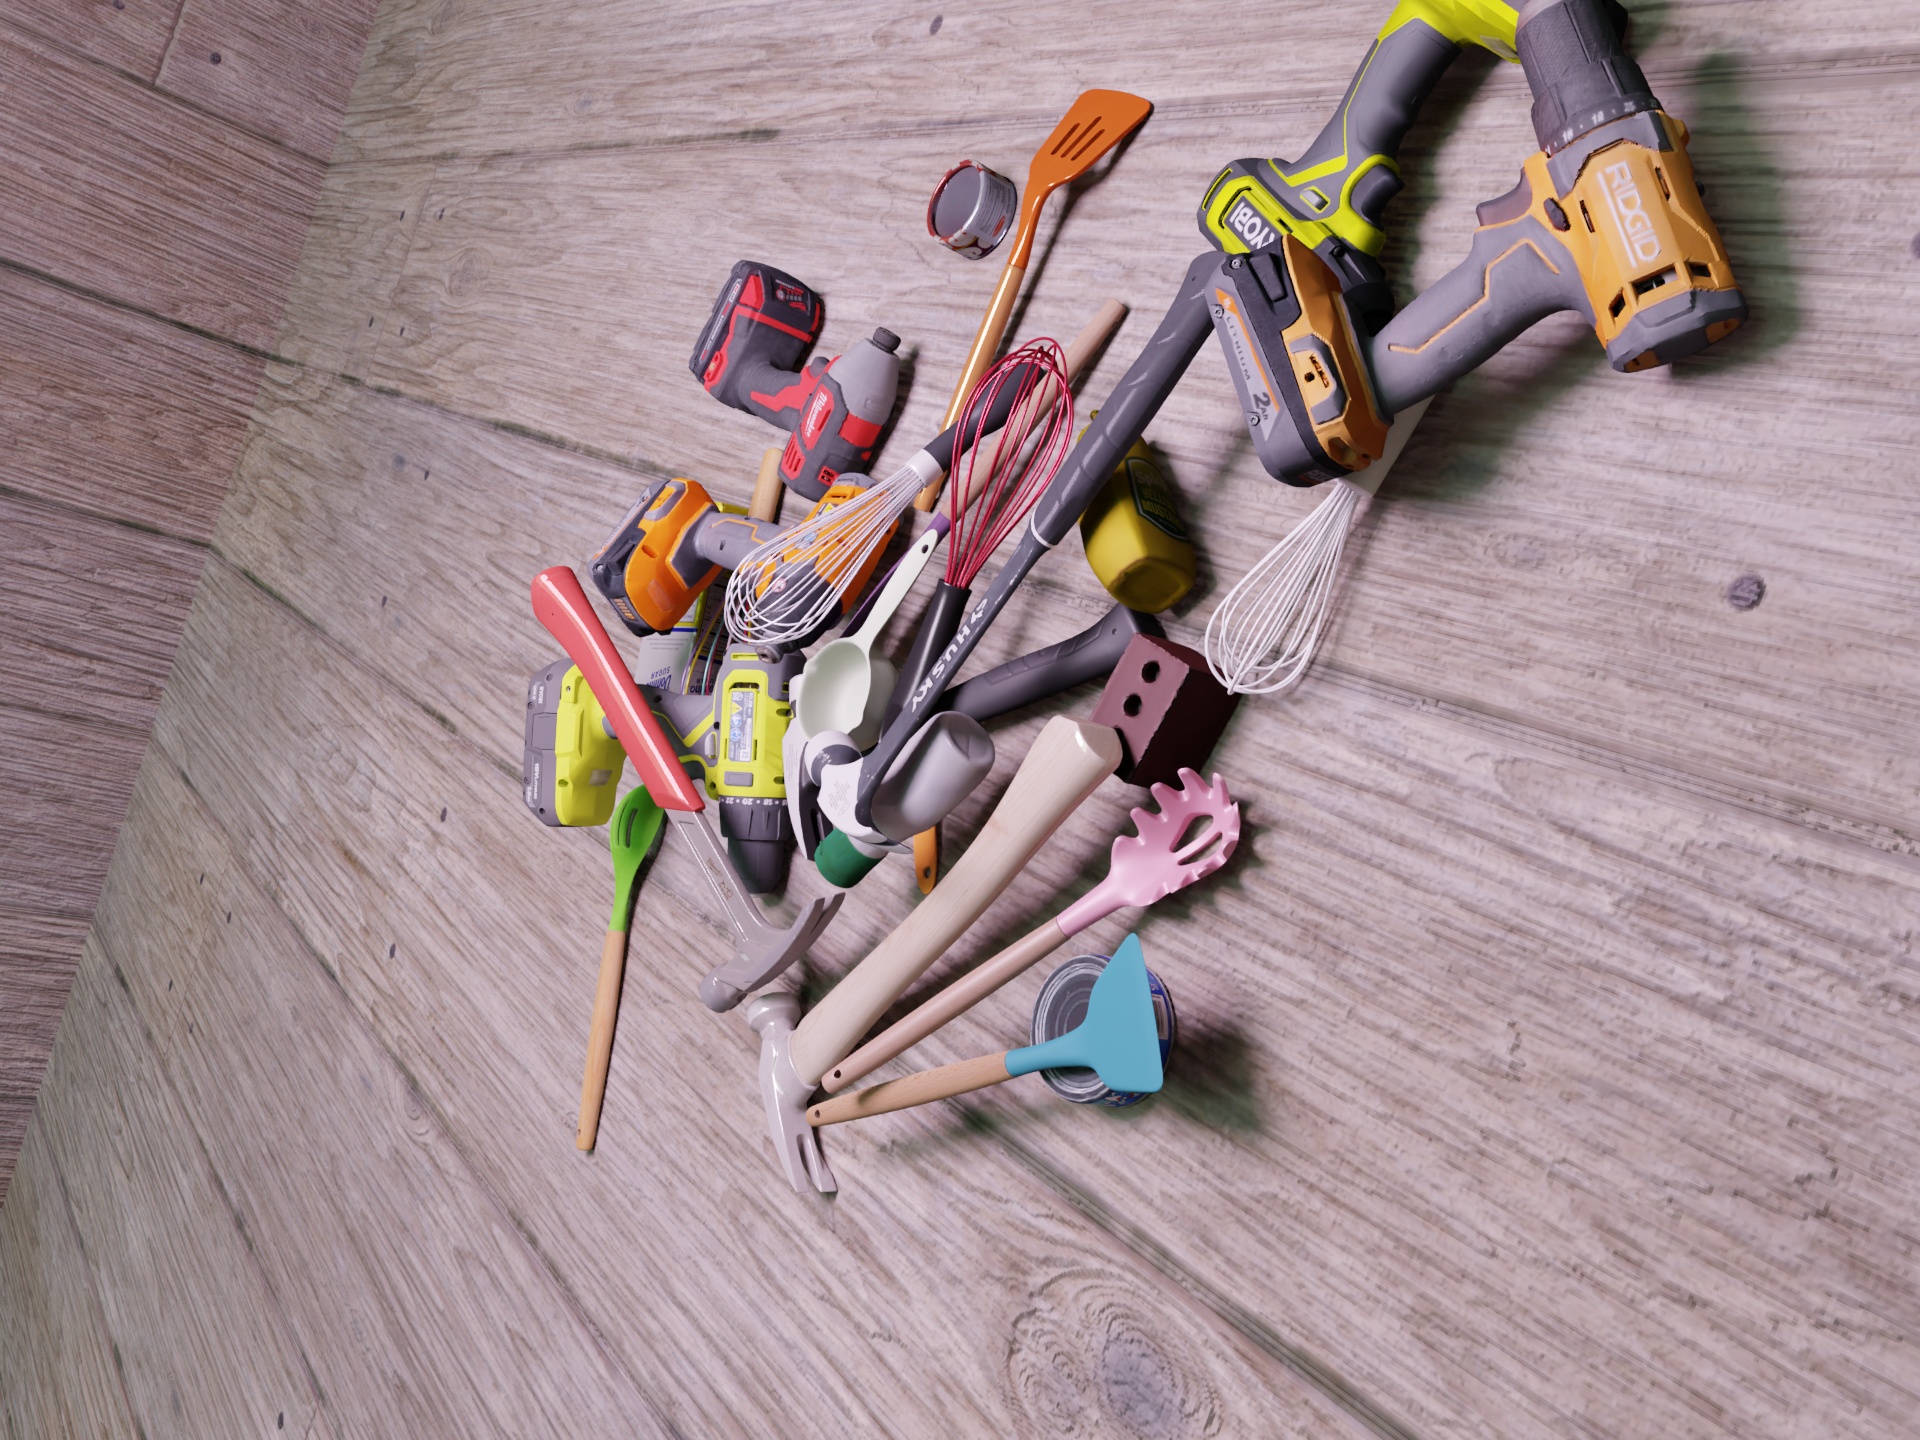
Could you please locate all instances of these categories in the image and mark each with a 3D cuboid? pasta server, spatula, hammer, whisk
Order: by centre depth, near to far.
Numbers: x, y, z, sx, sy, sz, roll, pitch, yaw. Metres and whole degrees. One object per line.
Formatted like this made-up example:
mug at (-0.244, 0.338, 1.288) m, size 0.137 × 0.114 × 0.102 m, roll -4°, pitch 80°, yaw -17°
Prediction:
whisk at (0.209, -0.120, 0.862) m, size 0.058 × 0.059 × 0.246 m, roll 32°, pitch 101°, yaw 12°
spatula at (0.005, 0.203, 0.926) m, size 0.317 × 0.044 × 0.082 m, roll -26°, pitch 63°, yaw 40°
pasta server at (0.035, 0.133, 0.928) m, size 0.316 × 0.040 × 0.060 m, roll -36°, pitch 56°, yaw 17°
hammer at (0.039, -0.097, 0.935) m, size 0.409 × 0.036 × 0.149 m, roll -54°, pitch 27°, yaw 12°
hammer at (-0.022, 0.146, 1.002) m, size 0.410 × 0.038 × 0.146 m, roll -51°, pitch 45°, yaw 37°
whisk at (0.004, -0.105, 1.026) m, size 0.073 × 0.073 × 0.296 m, roll 32°, pitch 105°, yaw 50°
hammer at (-0.002, -0.003, 1.058) m, size 0.335 × 0.035 × 0.146 m, roll -21°, pitch 62°, yaw 40°
whisk at (-0.048, -0.150, 1.087) m, size 0.284 × 0.070 × 0.070 m, roll -42°, pitch 41°, yaw -8°
spatula at (0.008, -0.160, 1.094) m, size 0.018 × 0.059 × 0.316 m, roll 43°, pitch 104°, yaw 12°
spatula at (0.038, -0.298, 1.138) m, size 0.081 × 0.041 × 0.322 m, roll 39°, pitch 112°, yaw 49°
hammer at (-0.217, 0.028, 1.163) m, size 0.149 × 0.036 × 0.359 m, roll -45°, pitch 68°, yaw 34°
whisk at (-0.177, -0.109, 1.313) m, size 0.047 × 0.051 × 0.245 m, roll 5°, pitch 76°, yaw 35°

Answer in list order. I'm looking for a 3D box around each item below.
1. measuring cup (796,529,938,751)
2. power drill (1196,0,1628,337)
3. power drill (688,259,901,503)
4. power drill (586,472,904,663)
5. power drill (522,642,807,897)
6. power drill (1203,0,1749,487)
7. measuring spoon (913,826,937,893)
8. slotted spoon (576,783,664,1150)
measuring cup at (-0.050, -0.052, 1.075) m, size 0.167 × 0.038 × 0.083 m, roll -57°, pitch 44°, yaw 11°
power drill at (0.241, -0.316, 0.866) m, size 0.223 × 0.080 × 0.171 m, roll -54°, pitch 43°, yaw 28°
power drill at (-0.127, -0.281, 1.284) m, size 0.220 × 0.078 × 0.143 m, roll 48°, pitch 116°, yaw 42°
power drill at (-0.169, -0.112, 1.197) m, size 0.226 × 0.084 × 0.164 m, roll 5°, pitch 52°, yaw 34°
power drill at (-0.226, 0.036, 1.241) m, size 0.228 × 0.080 × 0.190 m, roll 2°, pitch 88°, yaw 24°
power drill at (0.238, -0.231, 0.776) m, size 0.226 × 0.084 × 0.185 m, roll -21°, pitch 81°, yaw 28°
measuring spoon at (-0.022, 0.062, 1.095) m, size 0.021 × 0.011 × 0.117 m, roll -16°, pitch 69°, yaw 42°
slotted spoon at (-0.296, 0.205, 1.352) m, size 0.070 × 0.031 × 0.314 m, roll -3°, pitch 76°, yaw 49°
